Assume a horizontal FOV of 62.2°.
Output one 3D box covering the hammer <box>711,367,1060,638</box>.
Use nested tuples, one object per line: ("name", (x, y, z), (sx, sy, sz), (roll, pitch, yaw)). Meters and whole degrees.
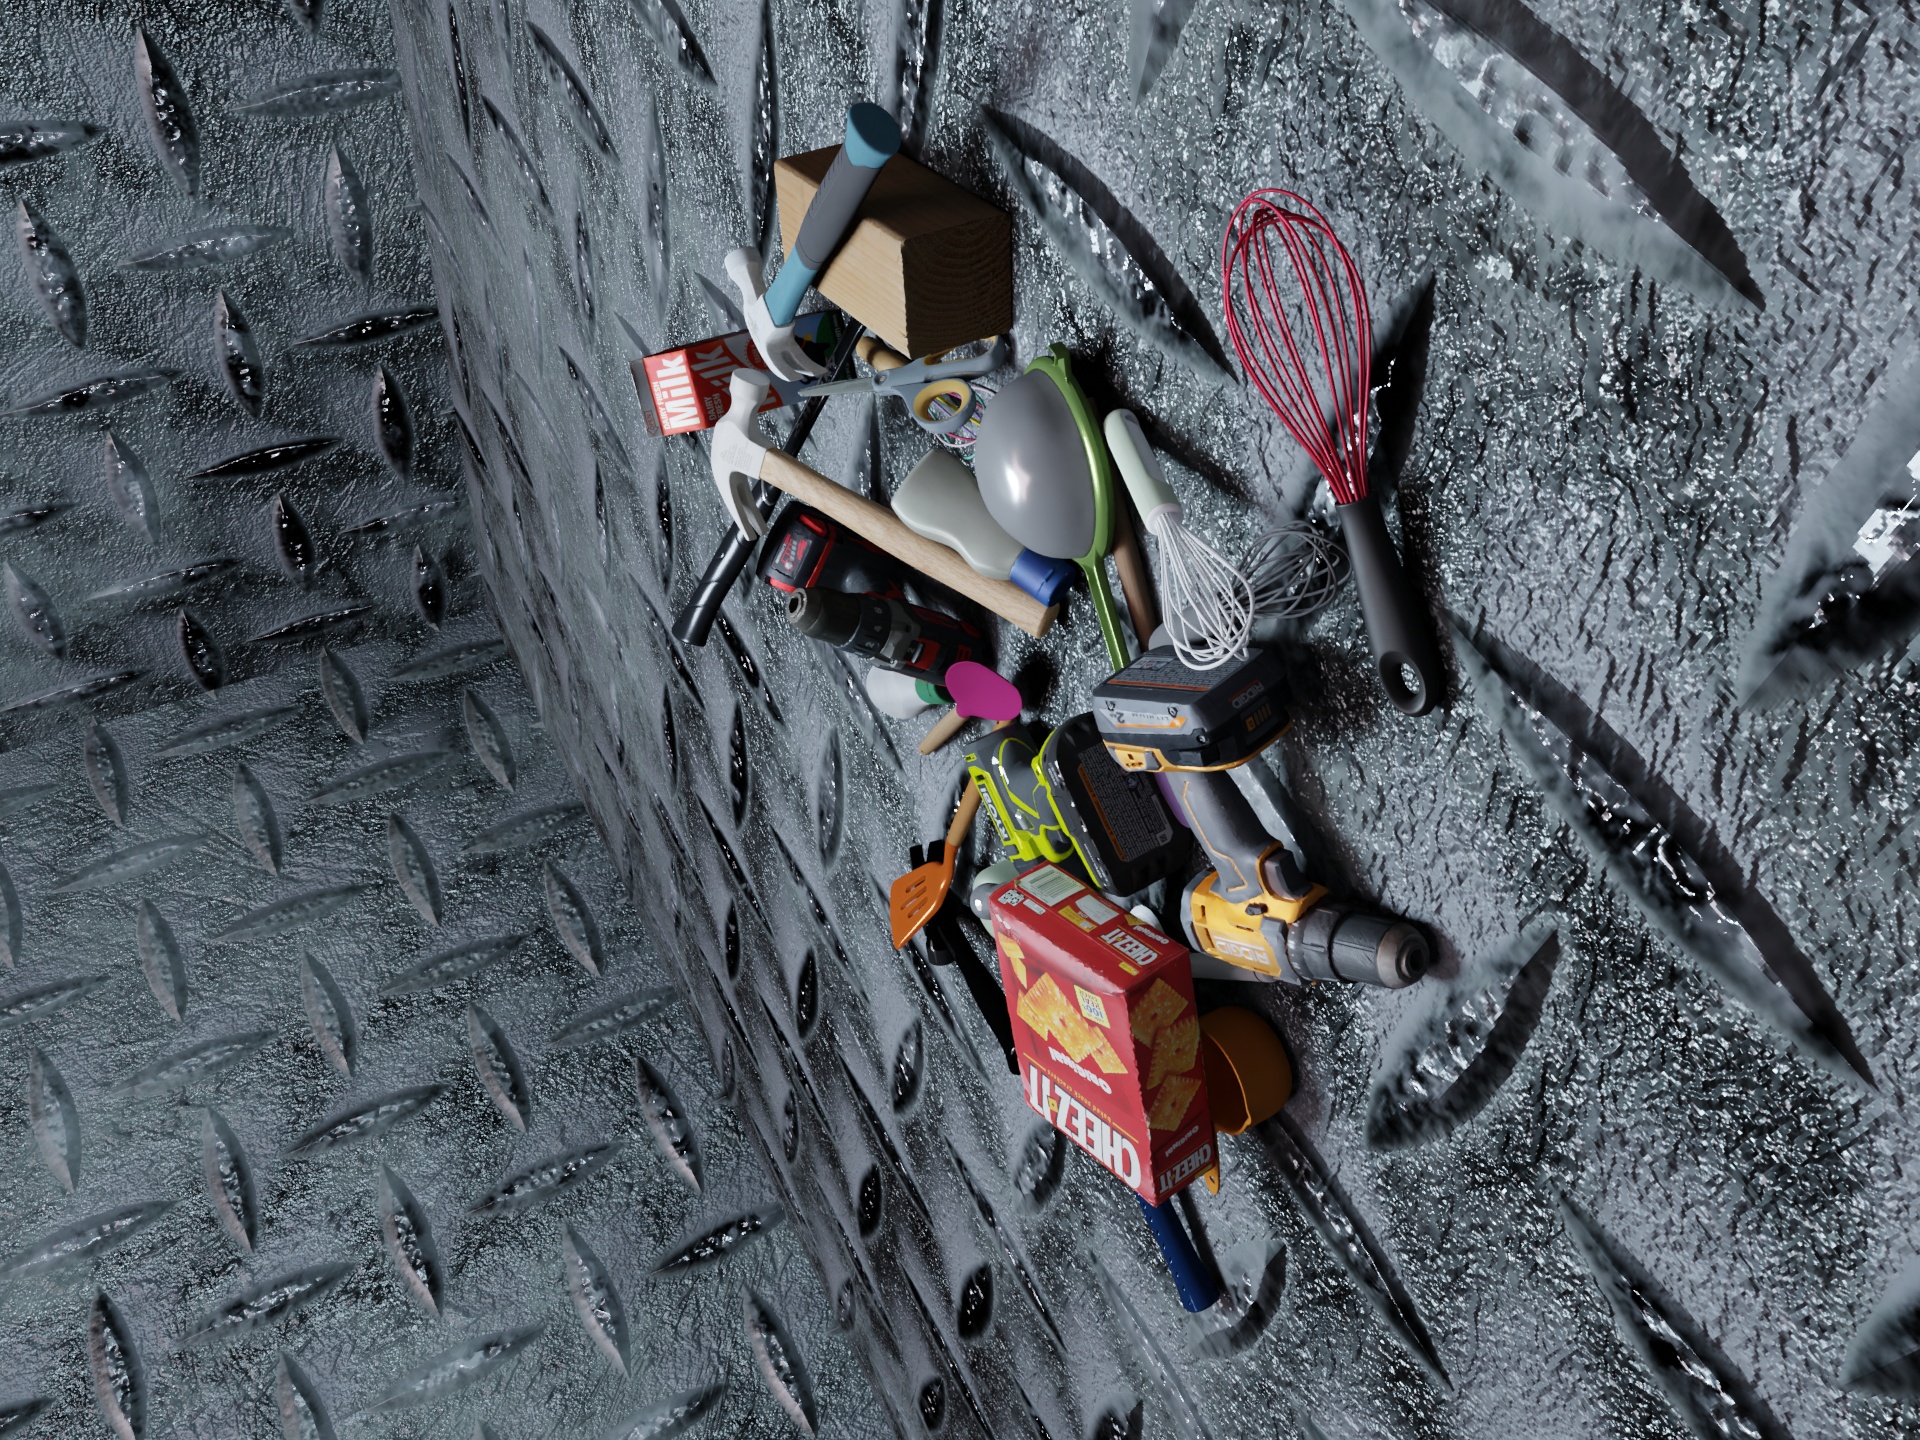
("hammer", (-0.066, -0.156, 1.282), (0.331, 0.031, 0.130), (31, 123, 17))

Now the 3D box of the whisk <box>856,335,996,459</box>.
("whisk", (-0.028, -0.265, 1.278), (0.245, 0.047, 0.051), (46, 136, 51))

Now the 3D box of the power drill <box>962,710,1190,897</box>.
("power drill", (0.088, 0.078, 1.260), (0.171, 0.080, 0.223), (65, 161, -1))

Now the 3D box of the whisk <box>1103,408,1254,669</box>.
("whisk", (0.128, -0.119, 0.972), (0.059, 0.057, 0.247), (-46, 38, 27))

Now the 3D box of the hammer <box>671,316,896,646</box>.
("hammer", (-0.160, -0.222, 1.383), (0.408, 0.036, 0.149), (-55, 42, 31))

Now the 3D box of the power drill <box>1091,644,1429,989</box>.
("power drill", (0.190, 0.069, 0.996), (0.185, 0.084, 0.226), (7, 126, 56))

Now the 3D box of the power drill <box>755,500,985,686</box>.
("power drill", (-0.100, -0.111, 1.393), (0.227, 0.187, 0.080), (45, 113, 48))

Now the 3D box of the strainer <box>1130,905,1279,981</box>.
("strainer", (0.170, 0.185, 1.213), (0.258, 0.050, 0.087), (-15, 81, 64))

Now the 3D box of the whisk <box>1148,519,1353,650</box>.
("whisk", (0.171, -0.072, 0.988), (0.055, 0.055, 0.239), (68, 161, 4))

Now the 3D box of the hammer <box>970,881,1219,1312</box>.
("hammer", (0.123, 0.325, 1.376), (0.405, 0.035, 0.144), (64, 166, -2))

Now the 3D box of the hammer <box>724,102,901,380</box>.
("hammer", (-0.107, -0.348, 1.157), (0.128, 0.033, 0.331), (69, 158, 3))

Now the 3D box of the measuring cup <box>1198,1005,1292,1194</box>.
("measuring cup", (0.207, 0.289, 1.197), (0.095, 0.052, 0.173), (43, 147, 47))

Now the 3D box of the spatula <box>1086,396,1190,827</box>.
("spatula", (0.127, -0.071, 1.116), (0.060, 0.018, 0.316), (0, 110, 54))

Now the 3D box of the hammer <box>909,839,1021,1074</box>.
("hammer", (0.011, 0.235, 1.524), (0.335, 0.035, 0.146), (-130, 28, -65))

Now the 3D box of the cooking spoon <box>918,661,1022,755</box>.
("cooking spoon", (-0.002, -0.005, 1.416), (0.068, 0.017, 0.319), (34, 163, -4))

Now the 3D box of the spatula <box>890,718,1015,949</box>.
("spatula", (-0.008, 0.096, 1.477), (0.322, 0.041, 0.081), (112, 159, -45))

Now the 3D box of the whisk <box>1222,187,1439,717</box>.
("whisk", (0.204, -0.137, 0.846), (0.073, 0.073, 0.295), (10, 124, 64))

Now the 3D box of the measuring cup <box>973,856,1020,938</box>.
("measuring cup", (0.054, 0.162, 1.447), (0.083, 0.038, 0.167), (67, 159, 5))

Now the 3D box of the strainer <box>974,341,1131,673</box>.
("strainer", (0.063, -0.123, 1.110), (0.151, 0.069, 0.256), (155, 100, -78))
